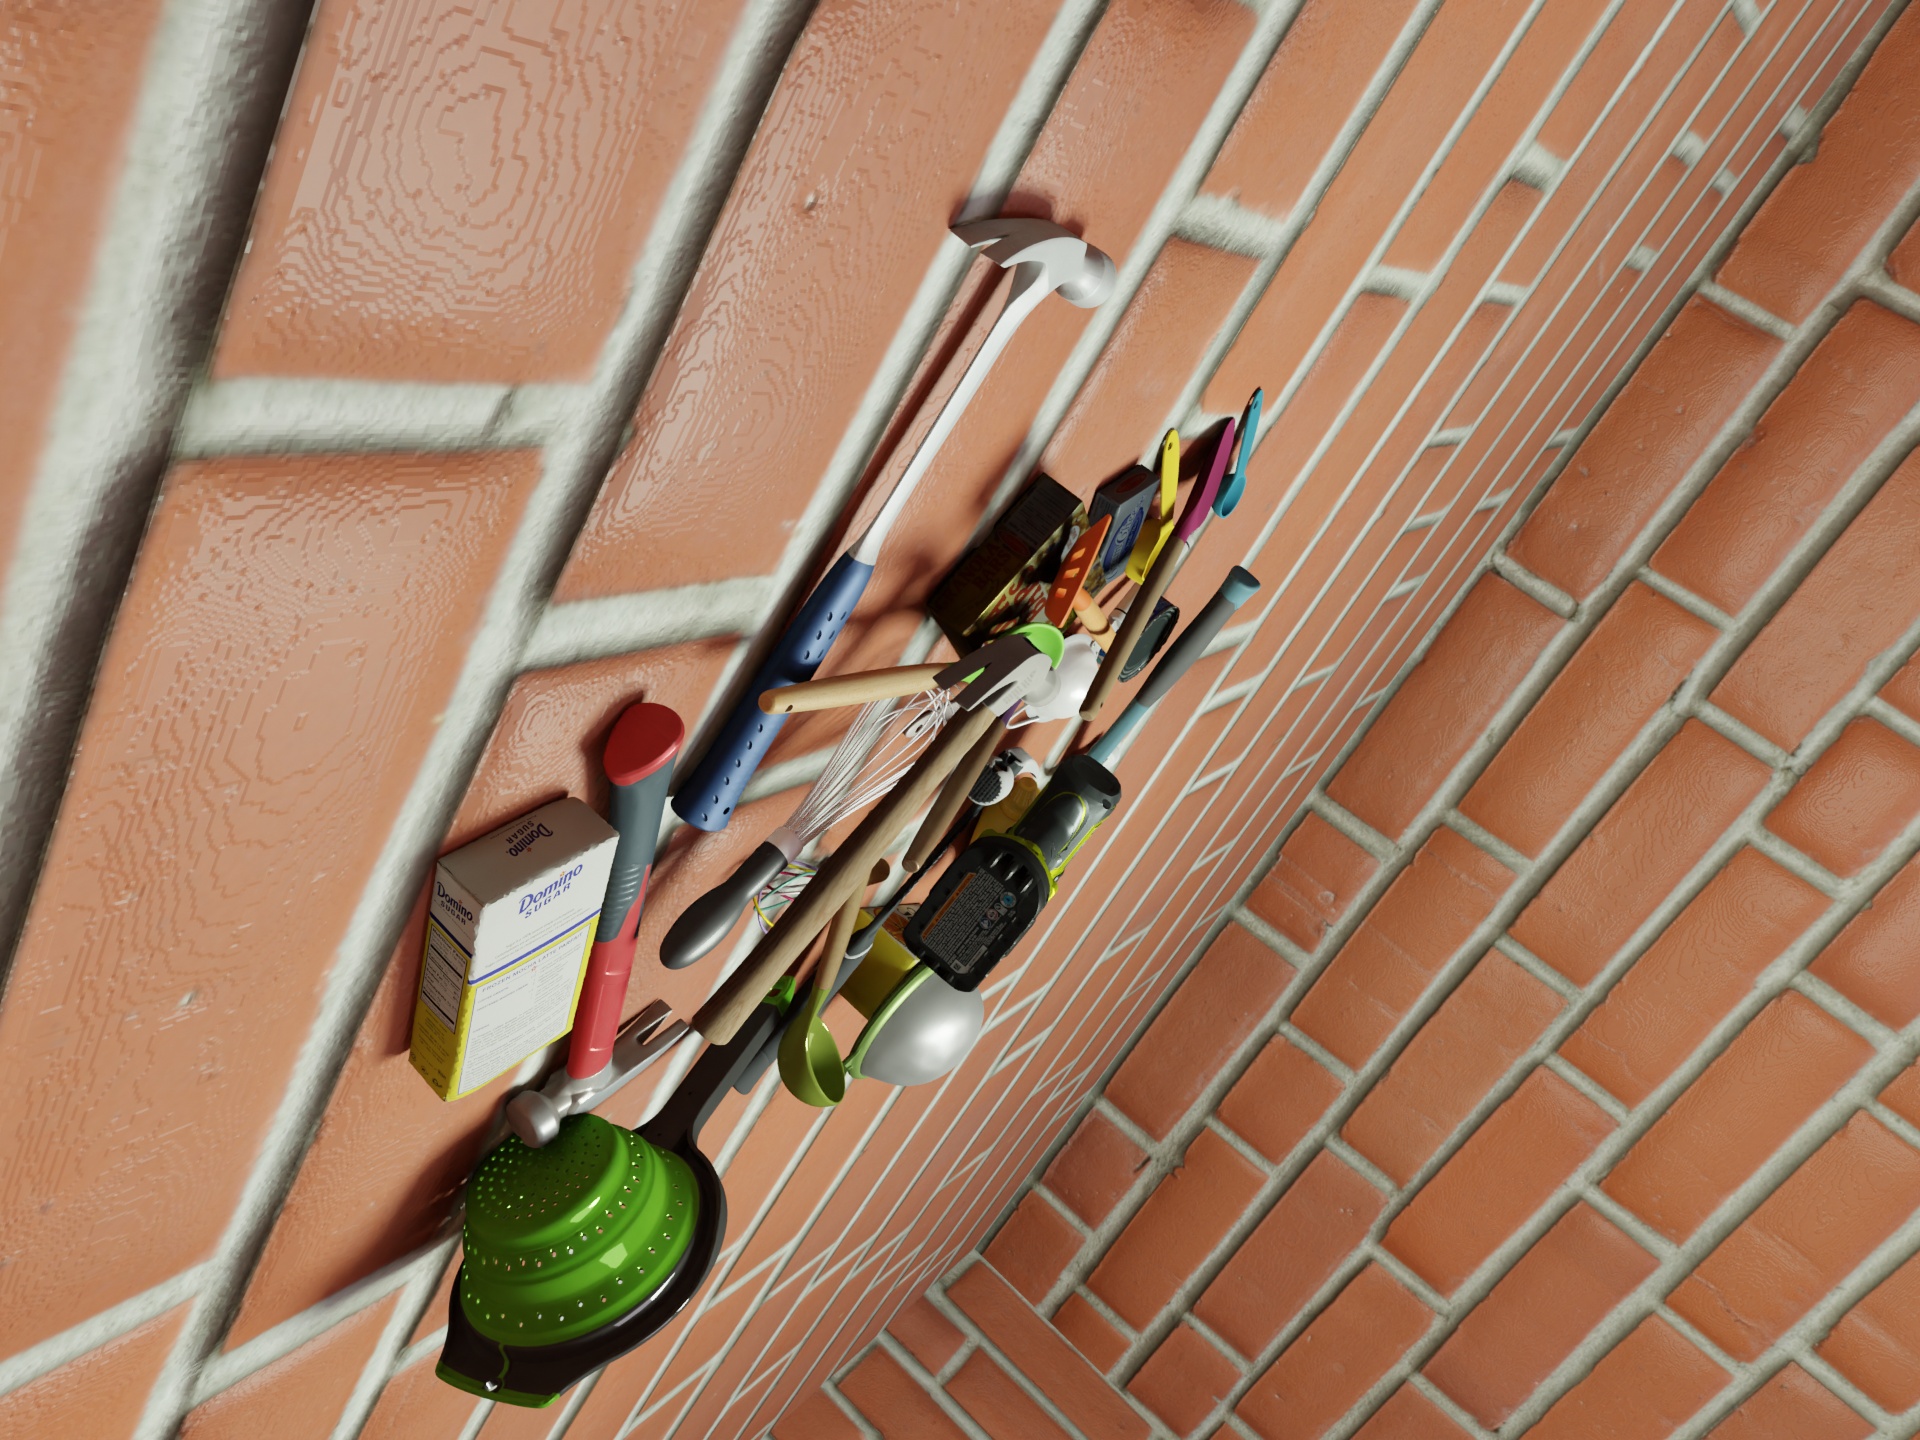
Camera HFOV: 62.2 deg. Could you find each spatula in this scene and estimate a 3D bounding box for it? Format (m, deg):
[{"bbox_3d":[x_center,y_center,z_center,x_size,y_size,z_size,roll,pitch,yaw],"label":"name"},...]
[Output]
[{"bbox_3d":[0.101,-0.078,1.173,0.081,0.041,0.322,-66,164,-3],"label":"spatula"},{"bbox_3d":[0.020,0.015,1.188,0.059,0.018,0.316,-50,-176,38],"label":"spatula"}]

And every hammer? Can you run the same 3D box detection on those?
[{"bbox_3d":[-0.073,0.172,1.333,0.409,0.036,0.149,-50,171,19],"label":"hammer"},{"bbox_3d":[0.183,-0.031,1.501,0.128,0.033,0.331,-39,169,-46],"label":"hammer"},{"bbox_3d":[-0.058,0.077,1.027,0.331,0.031,0.130,-50,161,0],"label":"hammer"},{"bbox_3d":[-0.204,0.124,0.992,0.143,0.038,0.386,-35,156,-42],"label":"hammer"},{"bbox_3d":[-0.055,-0.103,0.905,0.405,0.035,0.144,-56,161,17],"label":"hammer"}]

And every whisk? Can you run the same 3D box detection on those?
[{"bbox_3d":[-0.104,0.121,1.220,0.051,0.047,0.245,-50,166,12],"label":"whisk"},{"bbox_3d":[-0.096,0.061,1.047,0.285,0.070,0.070,-45,161,-28],"label":"whisk"}]

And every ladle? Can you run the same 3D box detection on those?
[{"bbox_3d":[-0.088,0.186,1.223,0.062,0.078,0.320,7,130,-14],"label":"ladle"}]

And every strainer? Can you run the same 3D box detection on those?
[{"bbox_3d":[-0.016,0.294,1.470,0.151,0.069,0.256,-49,159,-4],"label":"strainer"},{"bbox_3d":[0.133,-0.081,1.362,0.258,0.050,0.086,-51,149,-18],"label":"strainer"}]

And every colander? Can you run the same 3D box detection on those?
[{"bbox_3d":[-0.238,0.294,1.152,0.397,0.204,0.094,-53,134,-46],"label":"colander"}]

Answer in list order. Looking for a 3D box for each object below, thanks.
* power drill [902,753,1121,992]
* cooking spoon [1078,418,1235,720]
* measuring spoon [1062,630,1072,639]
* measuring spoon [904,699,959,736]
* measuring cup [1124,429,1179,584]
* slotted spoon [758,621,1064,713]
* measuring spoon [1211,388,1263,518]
[{"bbox_3d":[0.039,0.137,1.351,0.190,0.080,0.228,-53,173,26],"label":"power drill"},{"bbox_3d":[0.161,-0.124,1.261,0.068,0.017,0.319,86,29,-55],"label":"cooking spoon"},{"bbox_3d":[0.058,-0.029,1.343,0.117,0.011,0.021,-49,162,-3],"label":"measuring spoon"},{"bbox_3d":[-0.002,-0.004,1.242,0.124,0.018,0.034,-25,149,-51],"label":"measuring spoon"},{"bbox_3d":[0.156,-0.174,1.286,0.062,0.029,0.156,-43,149,-32],"label":"measuring cup"},{"bbox_3d":[-0.025,-0.029,1.011,0.313,0.031,0.070,-13,141,-57],"label":"slotted spoon"},{"bbox_3d":[0.236,-0.232,1.368,0.042,0.021,0.128,-40,150,-39],"label":"measuring spoon"}]
